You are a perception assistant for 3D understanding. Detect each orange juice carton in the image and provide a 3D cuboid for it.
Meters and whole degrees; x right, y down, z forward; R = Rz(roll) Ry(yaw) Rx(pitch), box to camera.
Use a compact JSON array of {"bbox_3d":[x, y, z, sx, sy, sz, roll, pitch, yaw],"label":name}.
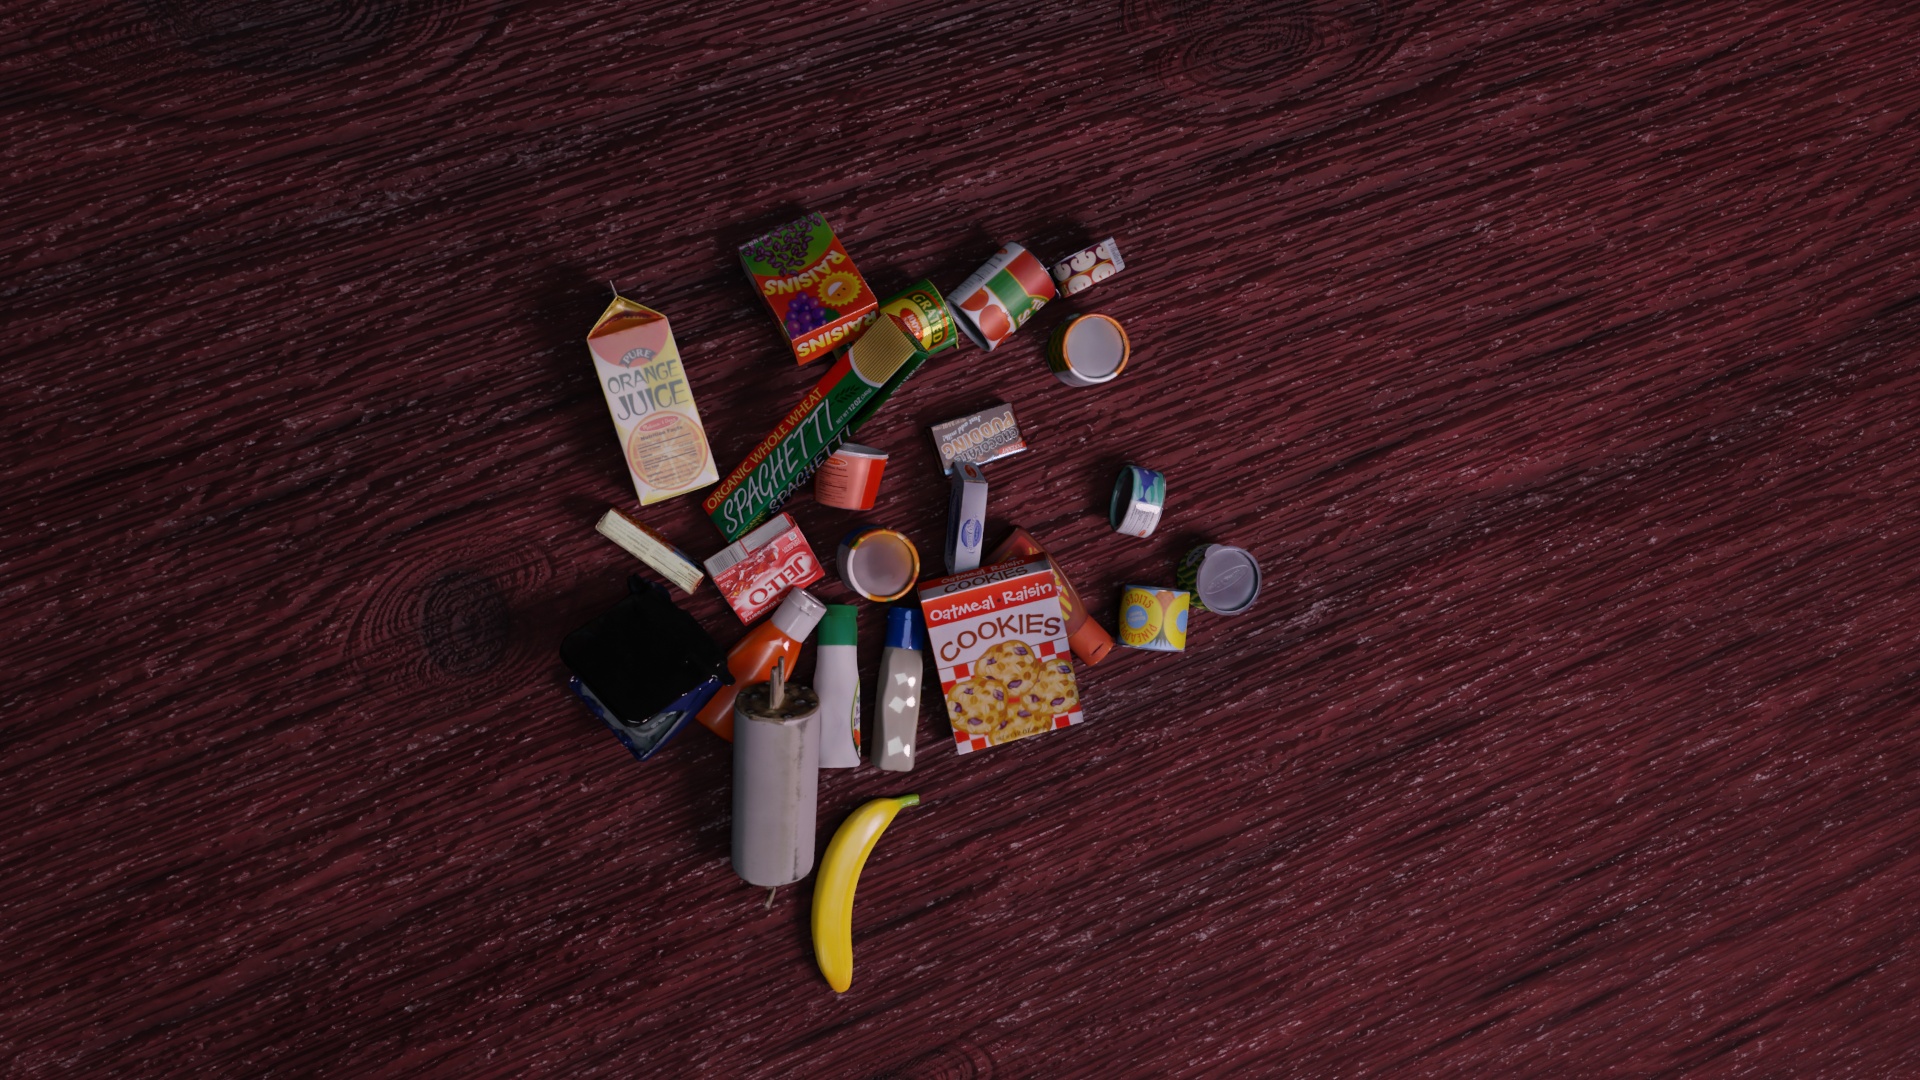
[{"bbox_3d":[-0.277,-0.133,1.223,0.073,0.072,0.192,-18,96,-10],"label":"orange juice carton"}]

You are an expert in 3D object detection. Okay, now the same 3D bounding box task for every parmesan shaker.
[{"bbox_3d":[-0.062,-0.184,1.268,0.103,0.071,0.071,-28,98,-9],"label":"parmesan shaker"}]

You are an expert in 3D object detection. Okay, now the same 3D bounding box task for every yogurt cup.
[{"bbox_3d":[-0.103,-0.059,1.267,0.072,0.072,0.054,8,99,-12],"label":"yogurt cup"}]

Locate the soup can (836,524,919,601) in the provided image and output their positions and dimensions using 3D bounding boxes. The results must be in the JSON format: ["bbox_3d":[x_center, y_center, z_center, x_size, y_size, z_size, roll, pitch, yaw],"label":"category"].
[{"bbox_3d":[-0.073,0.019,1.264,0.071,0.084,0.071,0,92,-12],"label":"soup can"}]

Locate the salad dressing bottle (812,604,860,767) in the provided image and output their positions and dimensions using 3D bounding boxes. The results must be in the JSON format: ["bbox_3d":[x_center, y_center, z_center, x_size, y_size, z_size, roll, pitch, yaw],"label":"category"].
[{"bbox_3d":[-0.113,0.133,1.275,0.044,0.064,0.147,0,85,-1],"label":"salad dressing bottle"}]

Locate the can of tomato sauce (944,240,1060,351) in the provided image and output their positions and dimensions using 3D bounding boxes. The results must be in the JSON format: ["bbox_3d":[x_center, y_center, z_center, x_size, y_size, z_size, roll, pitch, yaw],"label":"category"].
[{"bbox_3d":[0.038,-0.224,1.286,0.083,0.071,0.071,-42,100,-6],"label":"can of tomato sauce"}]

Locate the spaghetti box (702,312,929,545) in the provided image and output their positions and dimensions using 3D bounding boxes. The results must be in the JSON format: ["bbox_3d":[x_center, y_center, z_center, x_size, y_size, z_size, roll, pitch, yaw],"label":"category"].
[{"bbox_3d":[-0.131,-0.095,1.224,0.249,0.029,0.050,-44,69,15],"label":"spaghetti box"}]

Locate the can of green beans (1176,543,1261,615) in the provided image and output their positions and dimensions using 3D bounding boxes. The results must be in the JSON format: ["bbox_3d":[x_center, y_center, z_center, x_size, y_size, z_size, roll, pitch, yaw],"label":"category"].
[{"bbox_3d":[0.249,0.037,1.343,0.071,0.058,0.071,-1,93,-11],"label":"can of green beans"}]

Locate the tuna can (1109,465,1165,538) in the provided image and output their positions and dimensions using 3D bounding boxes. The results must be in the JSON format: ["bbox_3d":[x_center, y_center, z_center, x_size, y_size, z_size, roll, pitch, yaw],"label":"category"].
[{"bbox_3d":[0.168,-0.039,1.322,0.033,0.071,0.071,13,90,-11],"label":"tuna can"}]

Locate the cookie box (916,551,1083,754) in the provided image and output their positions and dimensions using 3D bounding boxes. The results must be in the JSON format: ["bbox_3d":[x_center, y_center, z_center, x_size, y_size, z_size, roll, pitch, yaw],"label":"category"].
[{"bbox_3d":[0.037,0.104,1.282,0.123,0.040,0.166,-14,114,-3],"label":"cookie box"}]

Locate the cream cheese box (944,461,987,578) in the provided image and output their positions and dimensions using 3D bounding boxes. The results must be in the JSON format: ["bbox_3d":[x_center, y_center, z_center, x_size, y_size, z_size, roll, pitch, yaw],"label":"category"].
[{"bbox_3d":[0.005,-0.016,1.279,0.024,0.053,0.103,2,112,-11],"label":"cream cheese box"}]

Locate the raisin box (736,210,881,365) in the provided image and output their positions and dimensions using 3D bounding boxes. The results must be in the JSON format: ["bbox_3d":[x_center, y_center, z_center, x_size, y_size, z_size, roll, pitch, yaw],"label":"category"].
[{"bbox_3d":[-0.134,-0.225,1.234,0.086,0.040,0.124,-26,62,-10],"label":"raisin box"}]

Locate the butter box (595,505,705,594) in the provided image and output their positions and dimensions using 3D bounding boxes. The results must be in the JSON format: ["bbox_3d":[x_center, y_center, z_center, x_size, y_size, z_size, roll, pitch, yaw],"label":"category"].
[{"bbox_3d":[-0.275,0.007,1.239,0.103,0.053,0.024,36,88,-10],"label":"butter box"}]

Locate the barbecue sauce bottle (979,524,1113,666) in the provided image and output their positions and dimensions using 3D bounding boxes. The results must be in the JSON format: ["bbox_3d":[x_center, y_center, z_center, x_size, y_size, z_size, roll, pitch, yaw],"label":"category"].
[{"bbox_3d":[0.083,0.056,1.318,0.065,0.044,0.148,-45,100,-1],"label":"barbecue sauce bottle"}]

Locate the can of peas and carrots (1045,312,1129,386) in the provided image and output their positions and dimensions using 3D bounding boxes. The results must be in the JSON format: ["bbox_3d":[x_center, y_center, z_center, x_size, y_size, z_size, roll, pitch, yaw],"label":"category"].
[{"bbox_3d":[0.120,-0.182,1.308,0.071,0.059,0.071,-1,93,-12],"label":"can of peas and carrots"}]

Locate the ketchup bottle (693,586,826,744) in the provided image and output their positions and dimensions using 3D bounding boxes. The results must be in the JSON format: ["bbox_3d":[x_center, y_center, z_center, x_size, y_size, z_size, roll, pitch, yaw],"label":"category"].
[{"bbox_3d":[-0.180,0.110,1.257,0.064,0.043,0.148,37,93,-14],"label":"ketchup bottle"}]

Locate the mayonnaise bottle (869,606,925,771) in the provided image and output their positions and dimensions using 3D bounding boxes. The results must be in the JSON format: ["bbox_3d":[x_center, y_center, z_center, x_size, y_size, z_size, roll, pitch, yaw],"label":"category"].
[{"bbox_3d":[-0.056,0.136,1.285,0.041,0.064,0.148,7,87,-11],"label":"mayonnaise bottle"}]

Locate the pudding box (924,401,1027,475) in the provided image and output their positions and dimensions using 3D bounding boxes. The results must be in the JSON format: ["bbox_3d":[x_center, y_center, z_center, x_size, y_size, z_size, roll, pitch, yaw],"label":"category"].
[{"bbox_3d":[0.014,-0.096,1.305,0.084,0.030,0.049,-18,97,-10],"label":"pudding box"}]

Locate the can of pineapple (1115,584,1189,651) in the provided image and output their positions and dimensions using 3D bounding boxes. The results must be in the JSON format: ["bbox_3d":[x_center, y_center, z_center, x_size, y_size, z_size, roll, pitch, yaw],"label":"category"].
[{"bbox_3d":[0.183,0.074,1.326,0.071,0.071,0.058,5,91,-12],"label":"can of pineapple"}]

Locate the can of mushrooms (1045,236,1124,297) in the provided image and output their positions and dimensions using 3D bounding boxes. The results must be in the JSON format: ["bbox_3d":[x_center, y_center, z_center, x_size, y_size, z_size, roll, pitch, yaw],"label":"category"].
[{"bbox_3d":[0.116,-0.255,1.302,0.071,0.071,0.033,-28,99,-9],"label":"can of mushrooms"}]
